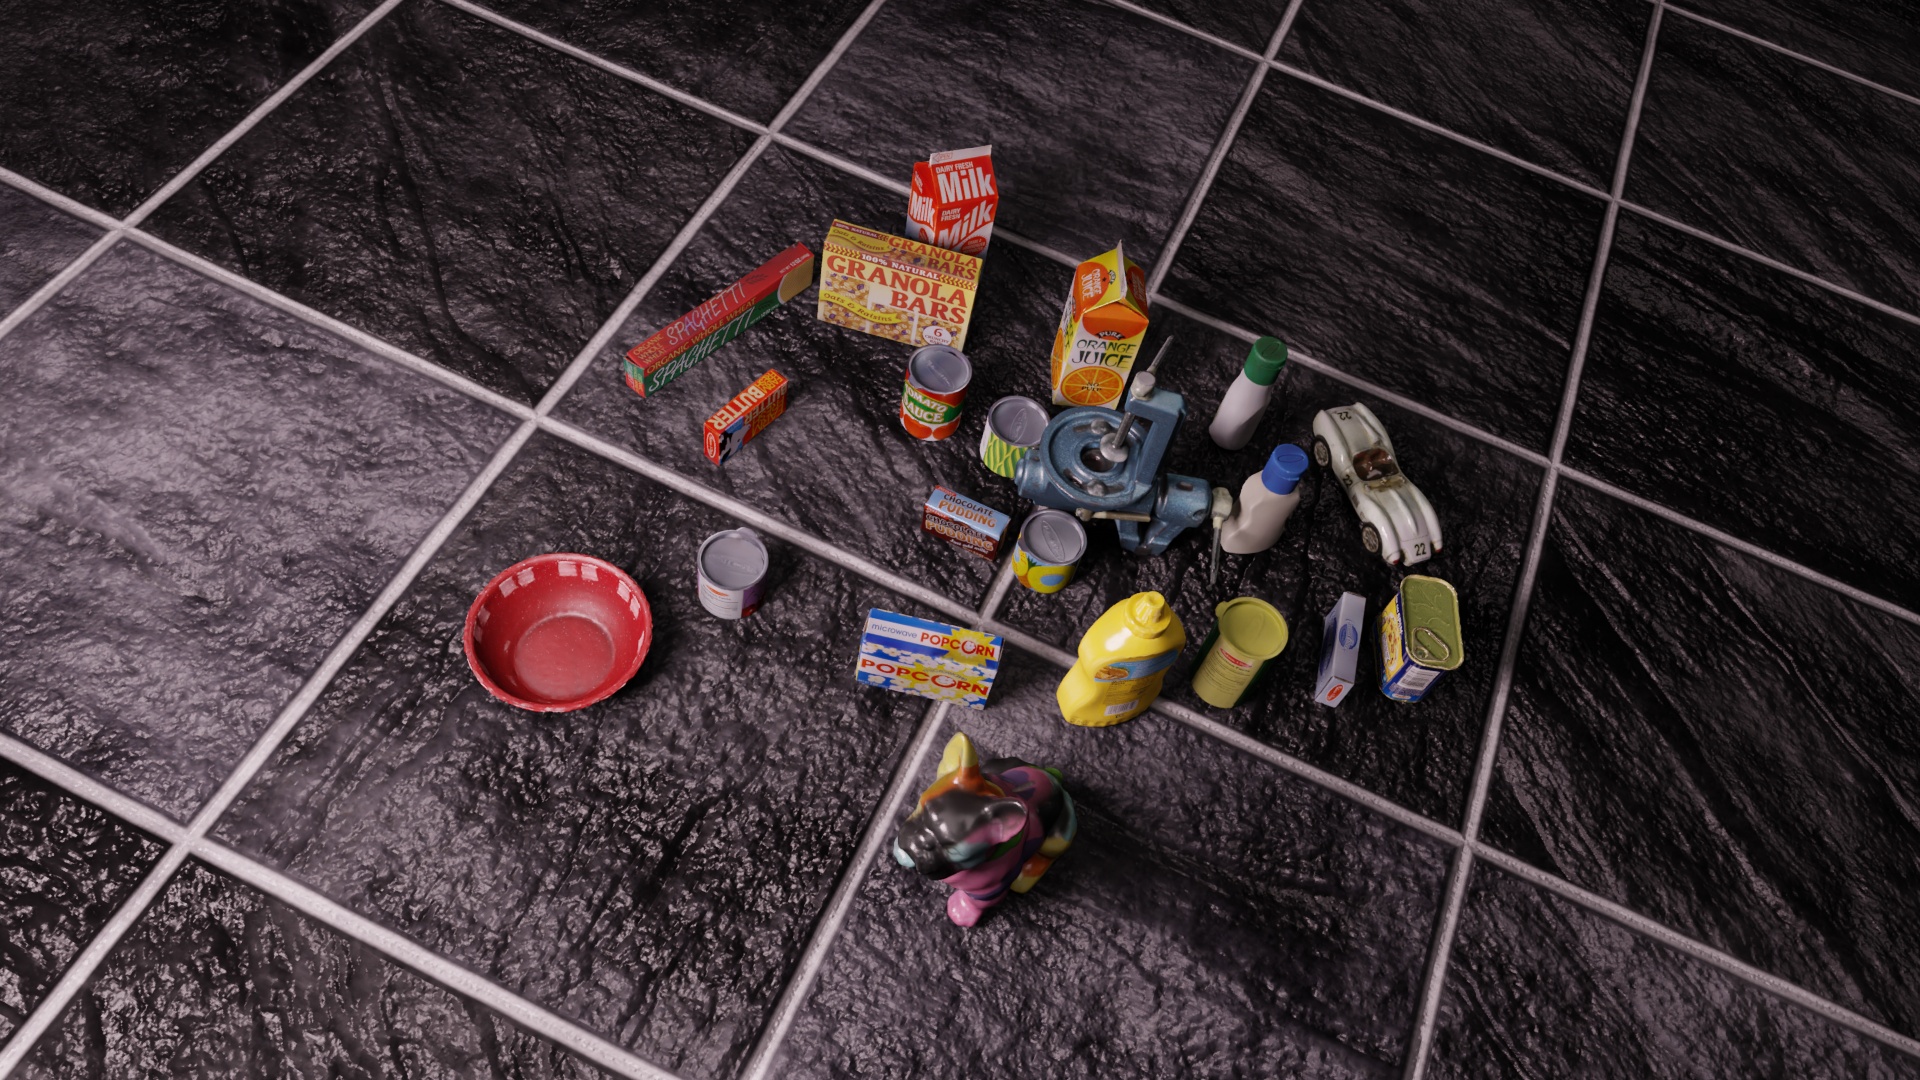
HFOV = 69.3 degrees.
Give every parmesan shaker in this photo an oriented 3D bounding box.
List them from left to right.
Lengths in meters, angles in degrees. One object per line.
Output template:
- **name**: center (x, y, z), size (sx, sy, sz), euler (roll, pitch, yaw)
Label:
- **parmesan shaker**: center (0.260, 0.106, 1.321), size (0.071, 0.102, 0.071), euler (5, 57, -7)

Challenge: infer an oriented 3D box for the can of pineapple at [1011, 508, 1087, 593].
- **can of pineapple**: center (0.086, 0.011, 1.380), size (0.071, 0.057, 0.071), euler (5, 57, -7)

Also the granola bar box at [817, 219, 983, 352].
- **granola bar box**: center (-0.066, -0.270, 1.498), size (0.166, 0.123, 0.039), euler (15, 56, 0)

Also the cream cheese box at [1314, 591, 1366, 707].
- **cream cheese box**: center (0.374, 0.107, 1.370), size (0.024, 0.053, 0.104), euler (18, 56, 2)

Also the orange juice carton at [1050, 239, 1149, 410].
- **orange juice carton**: center (0.149, -0.225, 1.464), size (0.073, 0.191, 0.072), euler (5, 57, -7)

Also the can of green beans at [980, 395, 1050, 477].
- **can of green beans**: center (0.057, -0.108, 1.453), size (0.071, 0.057, 0.071), euler (5, 57, -7)

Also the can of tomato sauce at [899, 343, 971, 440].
- **can of tomato sauce**: center (-0.028, -0.153, 1.452), size (0.071, 0.082, 0.071), euler (5, 57, -7)

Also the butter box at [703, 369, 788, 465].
- **butter box**: center (-0.219, -0.127, 1.420), size (0.024, 0.052, 0.104), euler (37, 59, 14)

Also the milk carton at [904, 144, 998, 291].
- **milk carton**: center (-0.011, -0.356, 1.523), size (0.072, 0.189, 0.074), euler (-15, 61, -18)

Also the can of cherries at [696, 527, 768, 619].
- **can of cherries**: center (-0.214, 0.031, 1.315), size (0.071, 0.058, 0.072), euler (5, 57, -7)

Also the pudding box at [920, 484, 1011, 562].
- **pudding box**: center (0.005, -0.017, 1.390), size (0.084, 0.049, 0.030), euler (25, 57, 7)

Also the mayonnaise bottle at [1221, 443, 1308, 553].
- **mayonnaise bottle**: center (0.308, -0.041, 1.398), size (0.065, 0.147, 0.041), euler (-5, 59, -13)

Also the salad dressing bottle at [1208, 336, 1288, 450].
- **salad dressing bottle**: center (0.307, -0.156, 1.474), size (0.044, 0.147, 0.064), euler (43, 61, 17)

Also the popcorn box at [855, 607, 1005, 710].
- **popcorn box**: center (-0.030, 0.110, 1.279), size (0.127, 0.084, 0.038), euler (13, 56, -1)

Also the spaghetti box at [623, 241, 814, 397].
- **spaghetti box**: center (-0.255, -0.238, 1.488), size (0.029, 0.050, 0.251), euler (40, 59, 16)
